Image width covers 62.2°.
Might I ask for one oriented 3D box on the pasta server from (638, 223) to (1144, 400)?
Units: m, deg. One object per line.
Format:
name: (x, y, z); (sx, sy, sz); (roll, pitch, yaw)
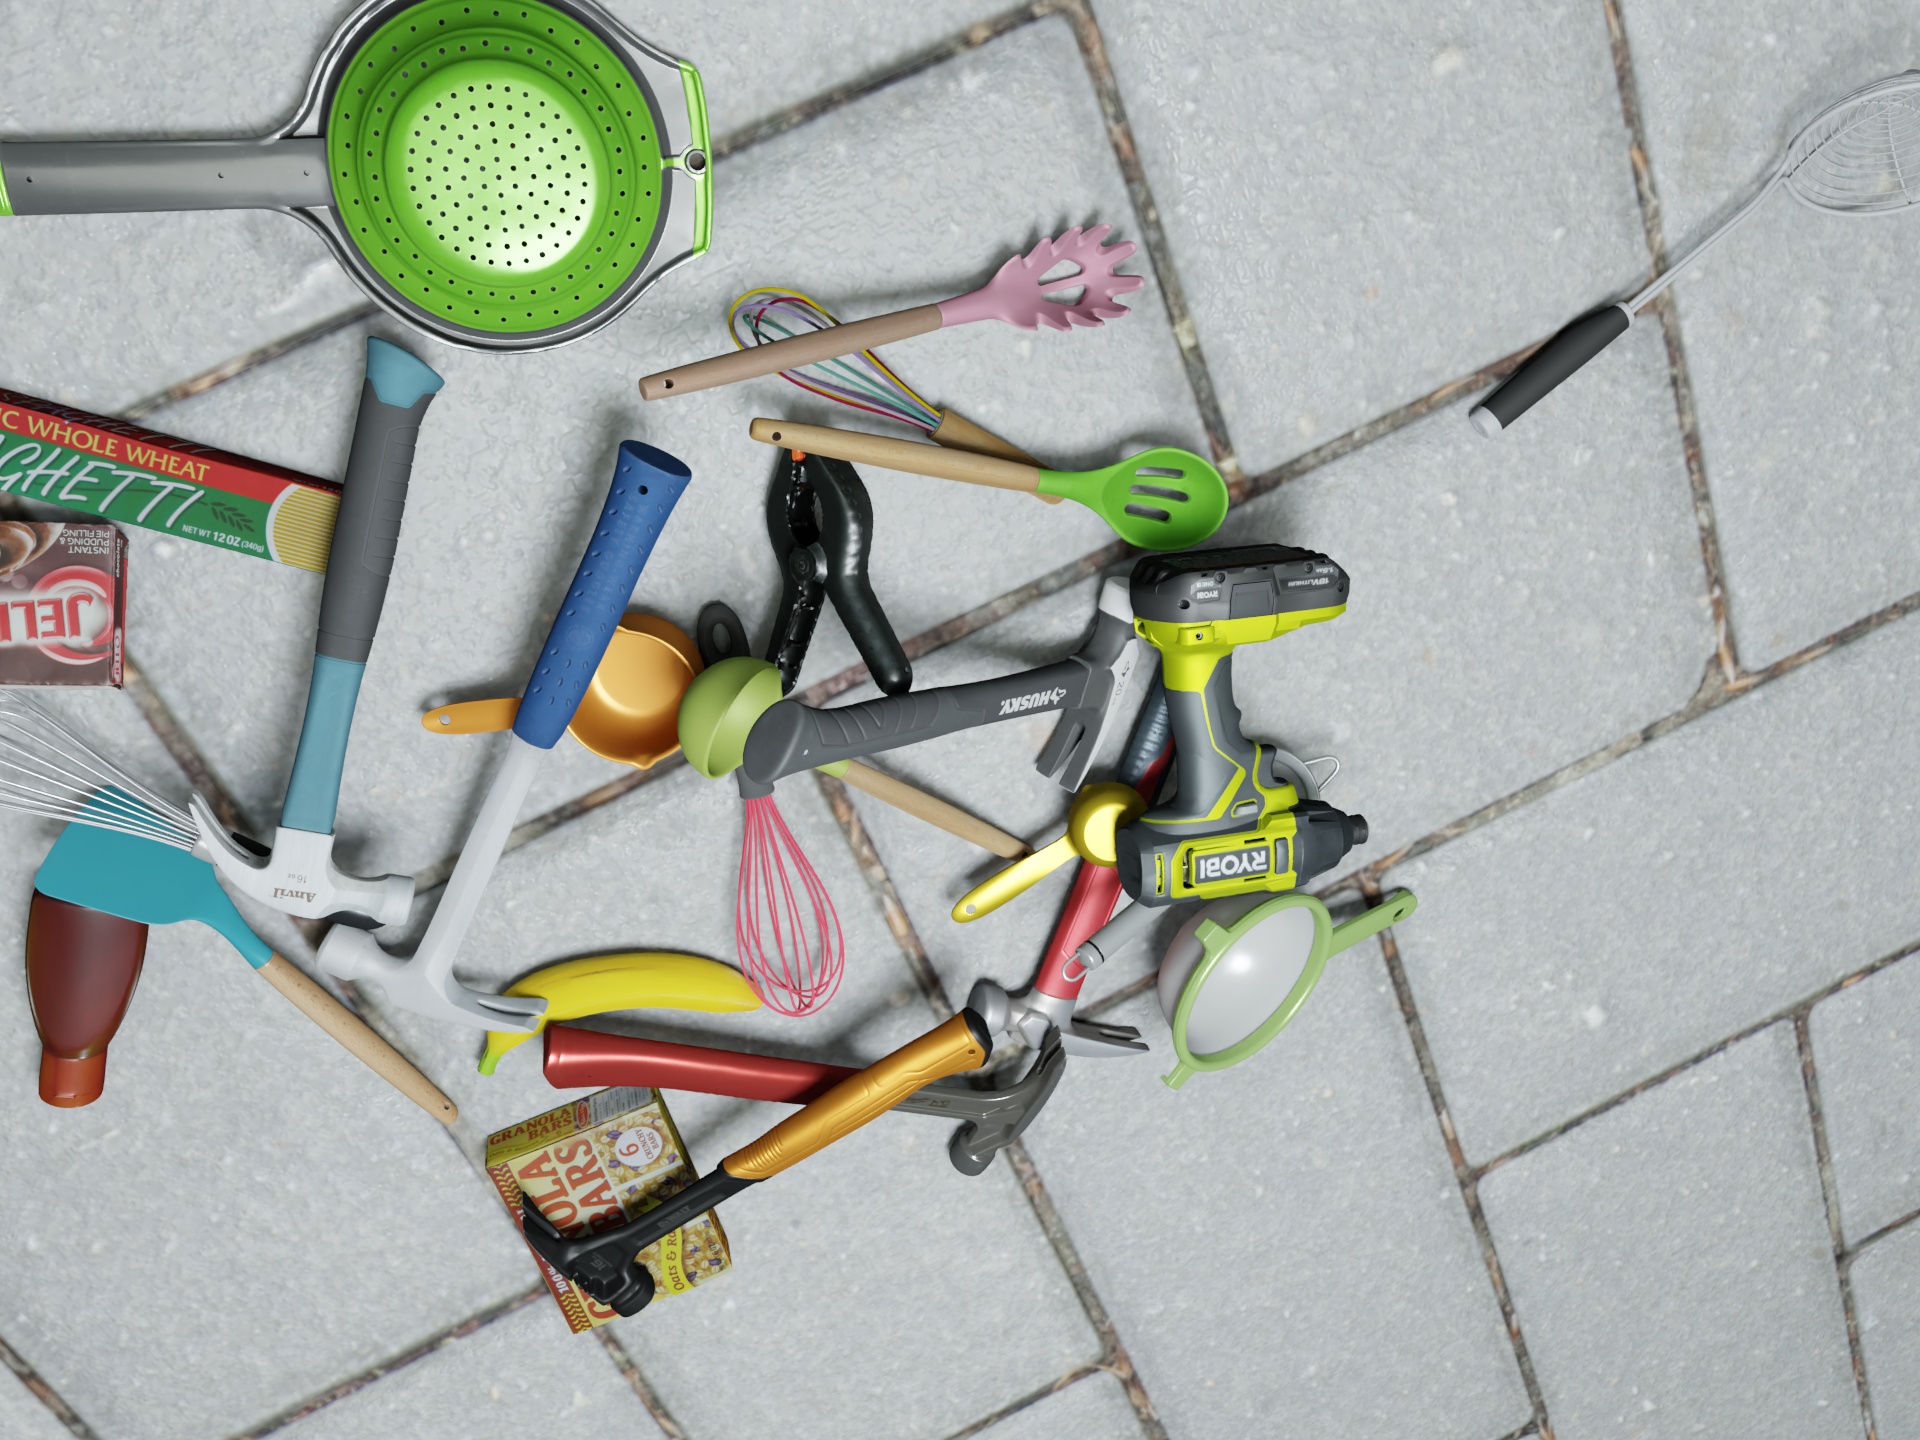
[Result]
pasta server: (-0.034, -0.229, 0.921); (0.316, 0.040, 0.060); (-20, 104, -24)

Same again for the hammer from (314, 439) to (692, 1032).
hammer: (-0.254, 0.022, 0.953); (0.144, 0.035, 0.405); (26, 112, -9)

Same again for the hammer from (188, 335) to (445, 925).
hammer: (-0.347, -0.049, 0.901); (0.128, 0.033, 0.331); (12, 97, -22)

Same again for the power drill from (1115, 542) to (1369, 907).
power drill: (0.187, 0.003, 1.034); (0.171, 0.080, 0.223); (-7, 106, -15)

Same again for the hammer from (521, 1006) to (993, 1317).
hammer: (-0.130, 0.286, 1.074); (0.337, 0.034, 0.127); (-32, 125, 6)

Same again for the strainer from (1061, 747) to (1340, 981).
strainer: (0.162, 0.098, 1.098); (0.258, 0.050, 0.087); (-36, 103, -24)

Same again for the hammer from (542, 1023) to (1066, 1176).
hammer: (-0.107, 0.245, 1.101); (0.358, 0.037, 0.149); (14, 126, -24)

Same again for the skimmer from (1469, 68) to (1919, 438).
skimmer: (0.509, -0.293, 1.054); (0.363, 0.090, 0.127); (-39, 148, 5)

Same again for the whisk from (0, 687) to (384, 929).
whisk: (-0.468, 0.058, 0.926); (0.284, 0.070, 0.070); (28, 102, -17)

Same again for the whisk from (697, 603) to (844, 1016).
whisk: (-0.130, 0.065, 1.045); (0.073, 0.073, 0.295); (-14, 108, -10)

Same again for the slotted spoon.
slotted spoon: (0.023, -0.154, 0.978); (0.313, 0.031, 0.070); (6, 117, -23)

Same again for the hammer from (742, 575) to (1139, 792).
hammer: (-0.002, -0.003, 0.962); (0.334, 0.035, 0.146); (-13, 126, -50)

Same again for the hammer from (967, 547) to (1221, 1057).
hammer: (0.133, 0.066, 1.127); (0.143, 0.038, 0.386); (14, 107, -22)

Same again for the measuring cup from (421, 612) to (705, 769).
measuring cup: (-0.242, -0.018, 0.984); (0.173, 0.052, 0.095); (-7, 113, 3)

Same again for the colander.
colander: (-0.323, -0.282, 0.823); (0.397, 0.095, 0.204); (-6, 113, -13)

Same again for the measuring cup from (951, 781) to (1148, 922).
measuring cup: (0.061, 0.099, 1.085); (0.156, 0.029, 0.062); (-33, 103, 5)

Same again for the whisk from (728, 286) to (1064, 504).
whisk: (-0.031, -0.194, 0.972); (0.244, 0.051, 0.047); (25, 98, -26)

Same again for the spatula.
spatula: (-0.429, 0.166, 1.005); (0.044, 0.082, 0.317); (-16, 128, 24)

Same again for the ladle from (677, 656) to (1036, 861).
ladle: (-0.051, 0.043, 1.019); (0.319, 0.062, 0.078); (29, 91, -40)

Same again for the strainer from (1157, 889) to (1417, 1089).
strainer: (0.233, 0.160, 1.174); (0.256, 0.069, 0.151); (-18, 129, -34)
